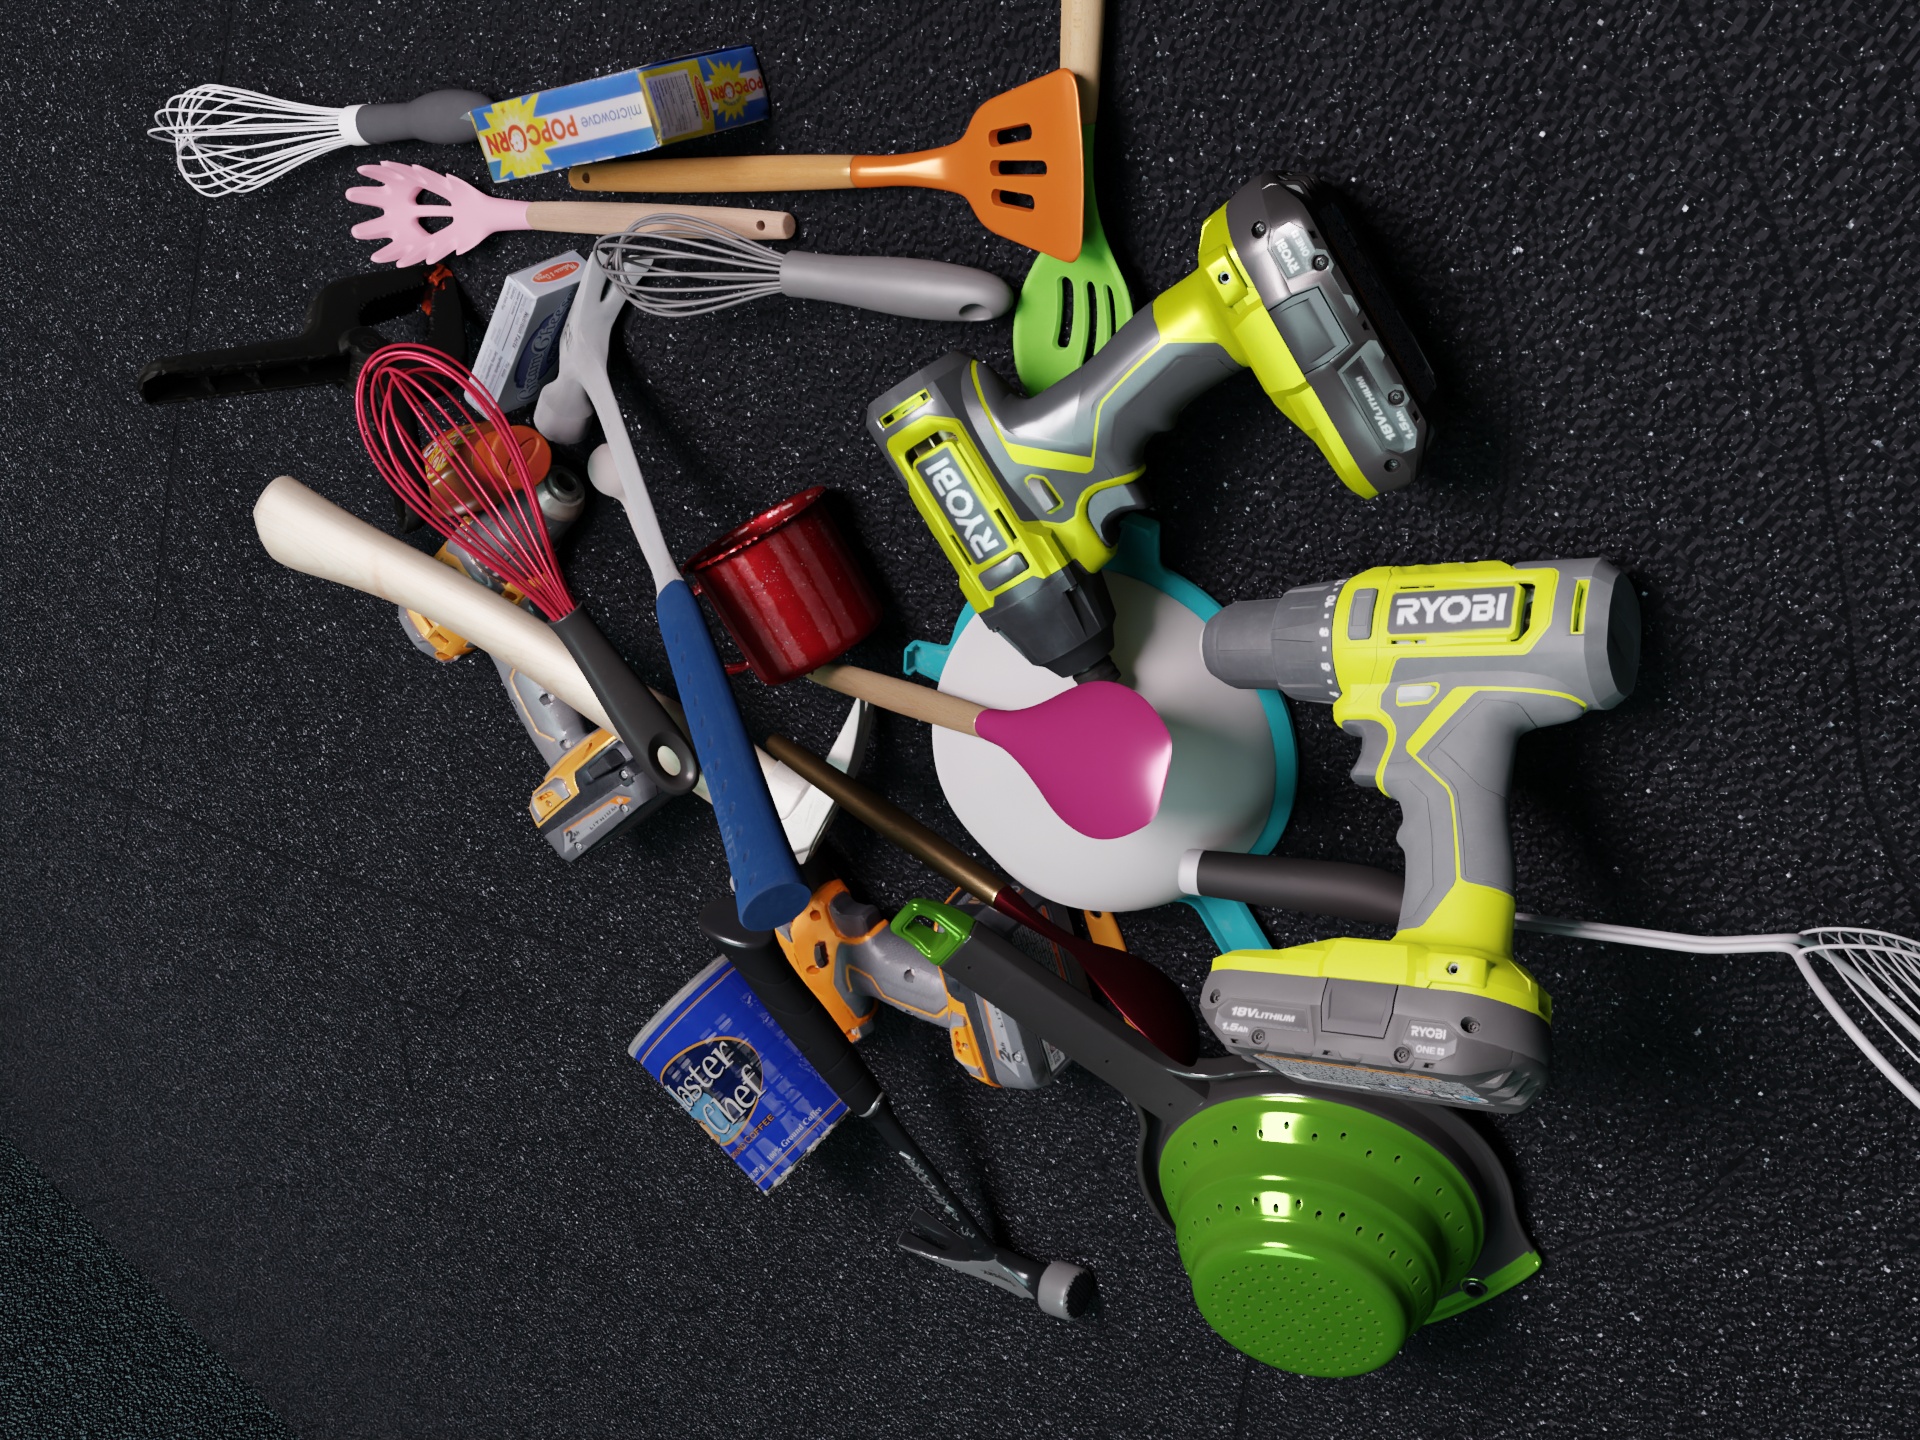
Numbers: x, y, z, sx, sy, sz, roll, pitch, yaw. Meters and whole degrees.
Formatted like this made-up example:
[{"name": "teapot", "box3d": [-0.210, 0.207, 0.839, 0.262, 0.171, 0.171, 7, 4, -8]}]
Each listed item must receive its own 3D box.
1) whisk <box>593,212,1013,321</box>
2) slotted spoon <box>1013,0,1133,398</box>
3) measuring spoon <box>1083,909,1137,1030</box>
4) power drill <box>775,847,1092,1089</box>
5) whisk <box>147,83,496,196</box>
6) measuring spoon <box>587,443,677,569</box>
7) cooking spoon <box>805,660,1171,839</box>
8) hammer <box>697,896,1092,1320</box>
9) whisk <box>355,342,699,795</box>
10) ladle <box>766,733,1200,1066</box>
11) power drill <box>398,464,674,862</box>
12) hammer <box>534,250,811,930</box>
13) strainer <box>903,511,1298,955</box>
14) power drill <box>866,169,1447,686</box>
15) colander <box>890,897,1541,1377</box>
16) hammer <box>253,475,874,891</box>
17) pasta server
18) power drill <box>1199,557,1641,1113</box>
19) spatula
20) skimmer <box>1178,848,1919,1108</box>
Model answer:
[{"name": "whisk", "box3d": [-0.083, -0.221, 0.798, 0.239, 0.055, 0.055, 13, 124, 23]}, {"name": "slotted spoon", "box3d": [0.054, -0.286, 0.688, 0.070, 0.031, 0.313, 25, 128, 37]}, {"name": "measuring spoon", "box3d": [0.092, 0.152, 0.939, 0.021, 0.011, 0.116, -4, 114, 39]}, {"name": "power drill", "box3d": [-0.039, 0.136, 0.984, 0.226, 0.084, 0.164, 2, 117, 41]}, {"name": "whisk", "box3d": [-0.384, -0.358, 0.963, 0.285, 0.070, 0.070, 8, 121, 28]}, {"name": "measuring spoon", "box3d": [-0.200, -0.113, 0.994, 0.034, 0.018, 0.124, -12, 110, 41]}, {"name": "cooking spoon", "box3d": [-0.001, -0.003, 0.789, 0.319, 0.017, 0.069, 18, 97, 56]}, {"name": "hammer", "box3d": [-0.052, 0.252, 1.014, 0.149, 0.036, 0.408, 5, 138, 39]}, {"name": "whisk", "box3d": [-0.231, -0.075, 0.880, 0.073, 0.073, 0.295, -11, 120, 41]}, {"name": "ladle", "box3d": [0.003, 0.082, 0.841, 0.316, 0.069, 0.031, 32, 92, 33]}, {"name": "power drill", "box3d": [-0.260, -0.041, 1.044, 0.185, 0.084, 0.226, -36, 87, 37]}, {"name": "hammer", "box3d": [-0.153, -0.077, 0.832, 0.144, 0.035, 0.406, -57, 46, 43]}, {"name": "strainer", "box3d": [0.094, 0.076, 0.833, 0.211, 0.095, 0.340, -27, 97, 44]}, {"name": "power drill", "box3d": [0.088, -0.118, 0.696, 0.223, 0.080, 0.171, -27, 101, 31]}, {"name": "colander", "box3d": [0.120, 0.234, 0.843, 0.397, 0.094, 0.204, 35, 131, -5]}, {"name": "hammer", "box3d": [-0.250, -0.048, 0.972, 0.410, 0.038, 0.146, 30, 101, 7]}, {"name": "pasta server", "box3d": [-0.226, -0.283, 0.896, 0.316, 0.040, 0.060, 13, 116, 30]}, {"name": "power drill", "box3d": [0.177, 0.039, 0.682, 0.191, 0.229, 0.080, 0, 157, 37]}, {"name": "spatula", "box3d": [-0.075, -0.268, 0.779, 0.323, 0.041, 0.081, 10, 115, 29]}, {"name": "skimmer", "box3d": [0.267, 0.120, 0.692, 0.363, 0.127, 0.090, 6, 98, 27]}]
